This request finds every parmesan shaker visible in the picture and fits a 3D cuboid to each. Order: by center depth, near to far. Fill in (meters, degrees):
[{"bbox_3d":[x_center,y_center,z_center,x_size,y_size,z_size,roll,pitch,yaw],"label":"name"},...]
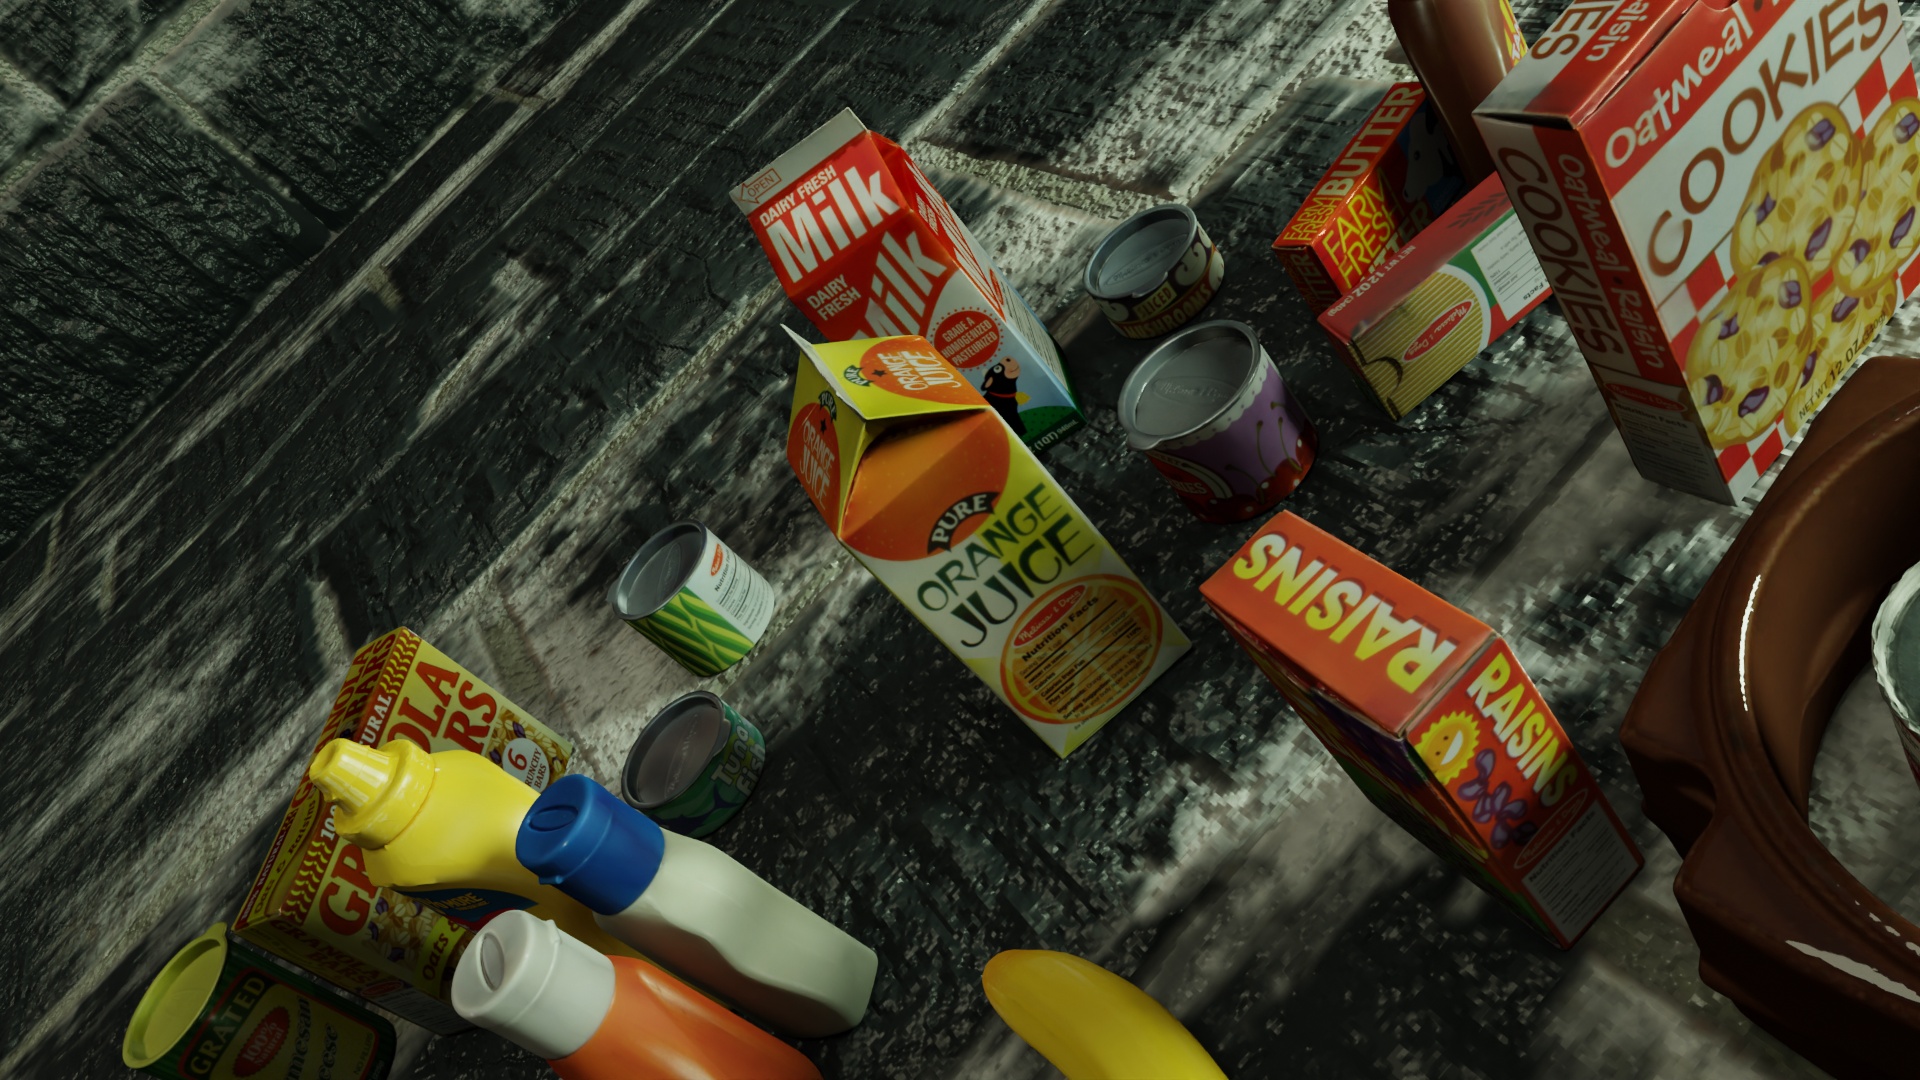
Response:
[{"bbox_3d":[-0.339,0.243,0.682,0.071,0.103,0.072,-26,38,23],"label":"parmesan shaker"}]

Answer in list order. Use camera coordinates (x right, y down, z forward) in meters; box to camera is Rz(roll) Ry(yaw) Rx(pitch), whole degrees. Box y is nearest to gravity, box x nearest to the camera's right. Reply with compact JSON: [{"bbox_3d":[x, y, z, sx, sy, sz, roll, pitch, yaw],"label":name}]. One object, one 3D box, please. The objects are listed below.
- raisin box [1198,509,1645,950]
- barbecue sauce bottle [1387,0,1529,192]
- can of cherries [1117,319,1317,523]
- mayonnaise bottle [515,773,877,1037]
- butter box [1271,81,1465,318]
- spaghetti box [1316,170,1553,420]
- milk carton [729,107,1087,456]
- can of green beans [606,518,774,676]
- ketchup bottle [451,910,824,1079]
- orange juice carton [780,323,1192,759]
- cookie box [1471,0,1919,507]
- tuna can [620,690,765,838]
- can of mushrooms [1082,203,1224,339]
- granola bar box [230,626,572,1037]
[{"bbox_3d":[0.132,0.054,0.399,0.040,0.123,0.086,-45,35,-2],"label":"raisin box"},{"bbox_3d":[0.208,-0.206,0.575,0.043,0.148,0.065,-17,43,33],"label":"barbecue sauce bottle"},{"bbox_3d":[0.107,-0.048,0.587,0.071,0.058,0.072,-26,38,23],"label":"can of cherries"},{"bbox_3d":[-0.097,0.138,0.515,0.064,0.147,0.041,-13,45,37],"label":"mayonnaise bottle"},{"bbox_3d":[0.186,-0.150,0.622,0.104,0.053,0.024,-52,36,-12],"label":"butter box"},{"bbox_3d":[0.255,-0.147,0.554,0.250,0.050,0.029,-40,35,5],"label":"spaghetti box"},{"bbox_3d":[-0.023,-0.118,0.673,0.072,0.190,0.074,-32,36,17],"label":"milk carton"},{"bbox_3d":[-0.144,0.031,0.751,0.071,0.057,0.071,-26,38,23],"label":"can of green beans"},{"bbox_3d":[-0.107,0.177,0.484,0.043,0.148,0.065,-46,35,-4],"label":"ketchup bottle"},{"bbox_3d":[0.002,-0.007,0.530,0.073,0.192,0.072,-41,35,3],"label":"orange juice carton"},{"bbox_3d":[0.239,-0.110,0.428,0.123,0.167,0.040,-48,35,-6],"label":"cookie box"},{"bbox_3d":[-0.128,0.109,0.676,0.071,0.032,0.071,-26,38,23],"label":"tuna can"},{"bbox_3d":[0.099,-0.136,0.709,0.071,0.033,0.071,-26,38,23],"label":"can of mushrooms"},{"bbox_3d":[-0.272,0.145,0.699,0.039,0.124,0.166,-24,39,25],"label":"granola bar box"}]
